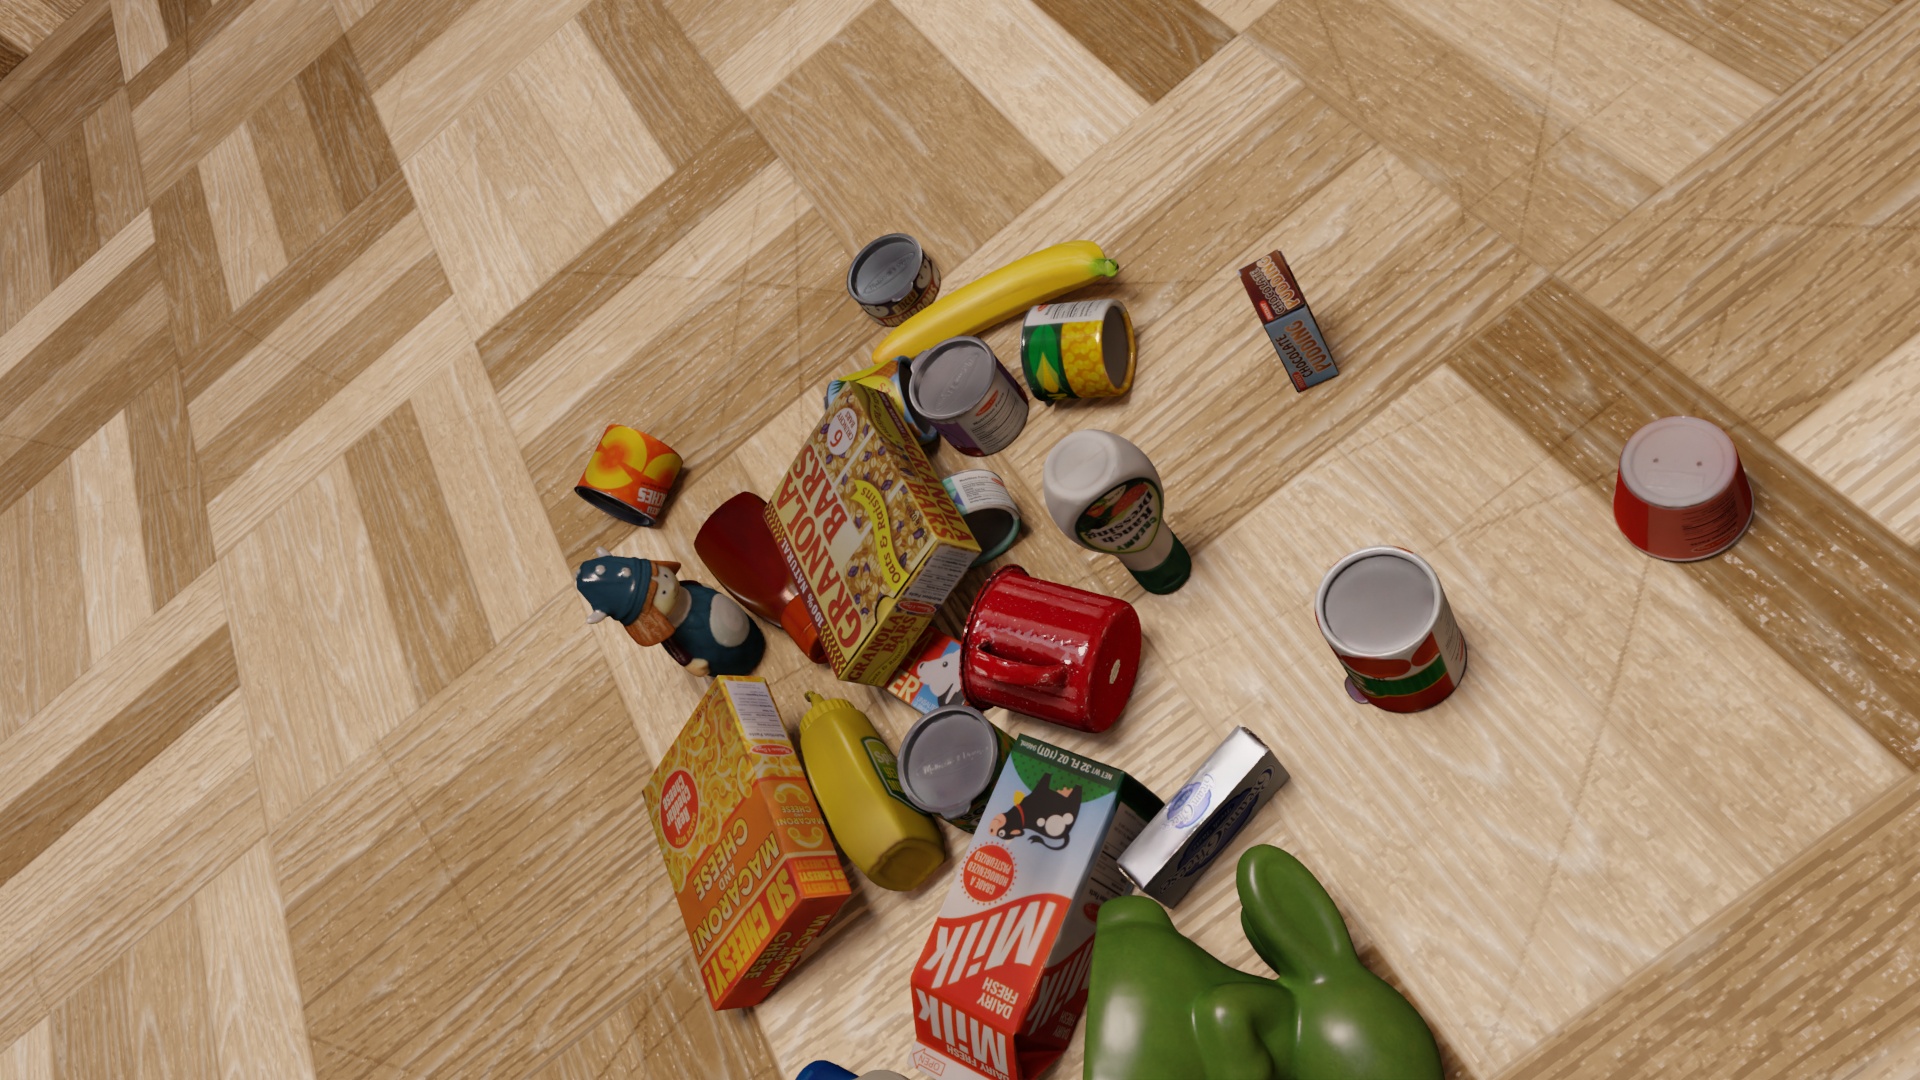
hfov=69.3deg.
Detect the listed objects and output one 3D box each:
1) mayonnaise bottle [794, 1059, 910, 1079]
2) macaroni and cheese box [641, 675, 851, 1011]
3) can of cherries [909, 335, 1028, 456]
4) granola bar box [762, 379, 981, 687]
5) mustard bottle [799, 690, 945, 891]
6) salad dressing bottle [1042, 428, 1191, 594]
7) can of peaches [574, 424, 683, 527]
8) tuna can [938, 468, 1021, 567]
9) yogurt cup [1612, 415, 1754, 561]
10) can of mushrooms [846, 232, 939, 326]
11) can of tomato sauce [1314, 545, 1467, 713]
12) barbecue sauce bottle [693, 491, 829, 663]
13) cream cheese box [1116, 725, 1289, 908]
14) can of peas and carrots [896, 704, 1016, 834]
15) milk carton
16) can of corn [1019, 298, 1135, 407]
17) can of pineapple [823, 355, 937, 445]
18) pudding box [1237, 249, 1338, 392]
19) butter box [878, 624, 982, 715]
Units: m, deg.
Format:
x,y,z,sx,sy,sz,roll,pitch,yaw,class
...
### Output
x,y,z,sx,sy,sz,roll,pitch,yaw,class
-0.035,0.322,0.754,0.148,0.041,0.065,3,45,47,mayonnaise bottle
-0.138,0.188,0.875,0.123,0.040,0.167,-54,48,30,macaroni and cheese box
0.005,-0.102,0.972,0.071,0.058,0.072,-13,60,23,can of cherries
-0.064,-0.007,0.913,0.123,0.039,0.166,-54,44,25,granola bar box
-0.066,0.146,0.875,0.049,0.065,0.161,-43,49,7,mustard bottle
0.097,-0.012,0.817,0.064,0.147,0.044,-37,54,7,salad dressing bottle
-0.256,-0.050,1.083,0.071,0.071,0.058,11,70,33,can of peaches
0.003,-0.012,0.920,0.071,0.071,0.033,-33,55,10,tuna can
0.378,-0.030,0.731,0.072,0.054,0.073,-13,60,23,yogurt cup
-0.051,-0.199,1.071,0.071,0.033,0.071,-13,59,22,can of mushrooms
0.231,0.049,0.750,0.071,0.083,0.071,-13,59,22,can of tomato sauce
-0.130,0.029,0.985,0.065,0.043,0.149,-46,53,0,barbecue sauce bottle
0.135,0.153,0.766,0.104,0.053,0.024,-48,54,-2,cream cheese box
0.005,0.142,0.840,0.071,0.058,0.071,-13,60,23,can of peas and carrots
0.037,0.214,0.774,0.072,0.073,0.191,15,73,34,milk carton
0.081,-0.126,0.941,0.058,0.071,0.071,-1,64,28,can of corn
-0.056,-0.093,0.994,0.058,0.071,0.071,-19,57,19,can of pineapple
0.204,-0.136,0.865,0.030,0.083,0.050,-25,56,16,pudding box
-0.025,0.083,0.909,0.103,0.024,0.053,27,80,36,butter box
